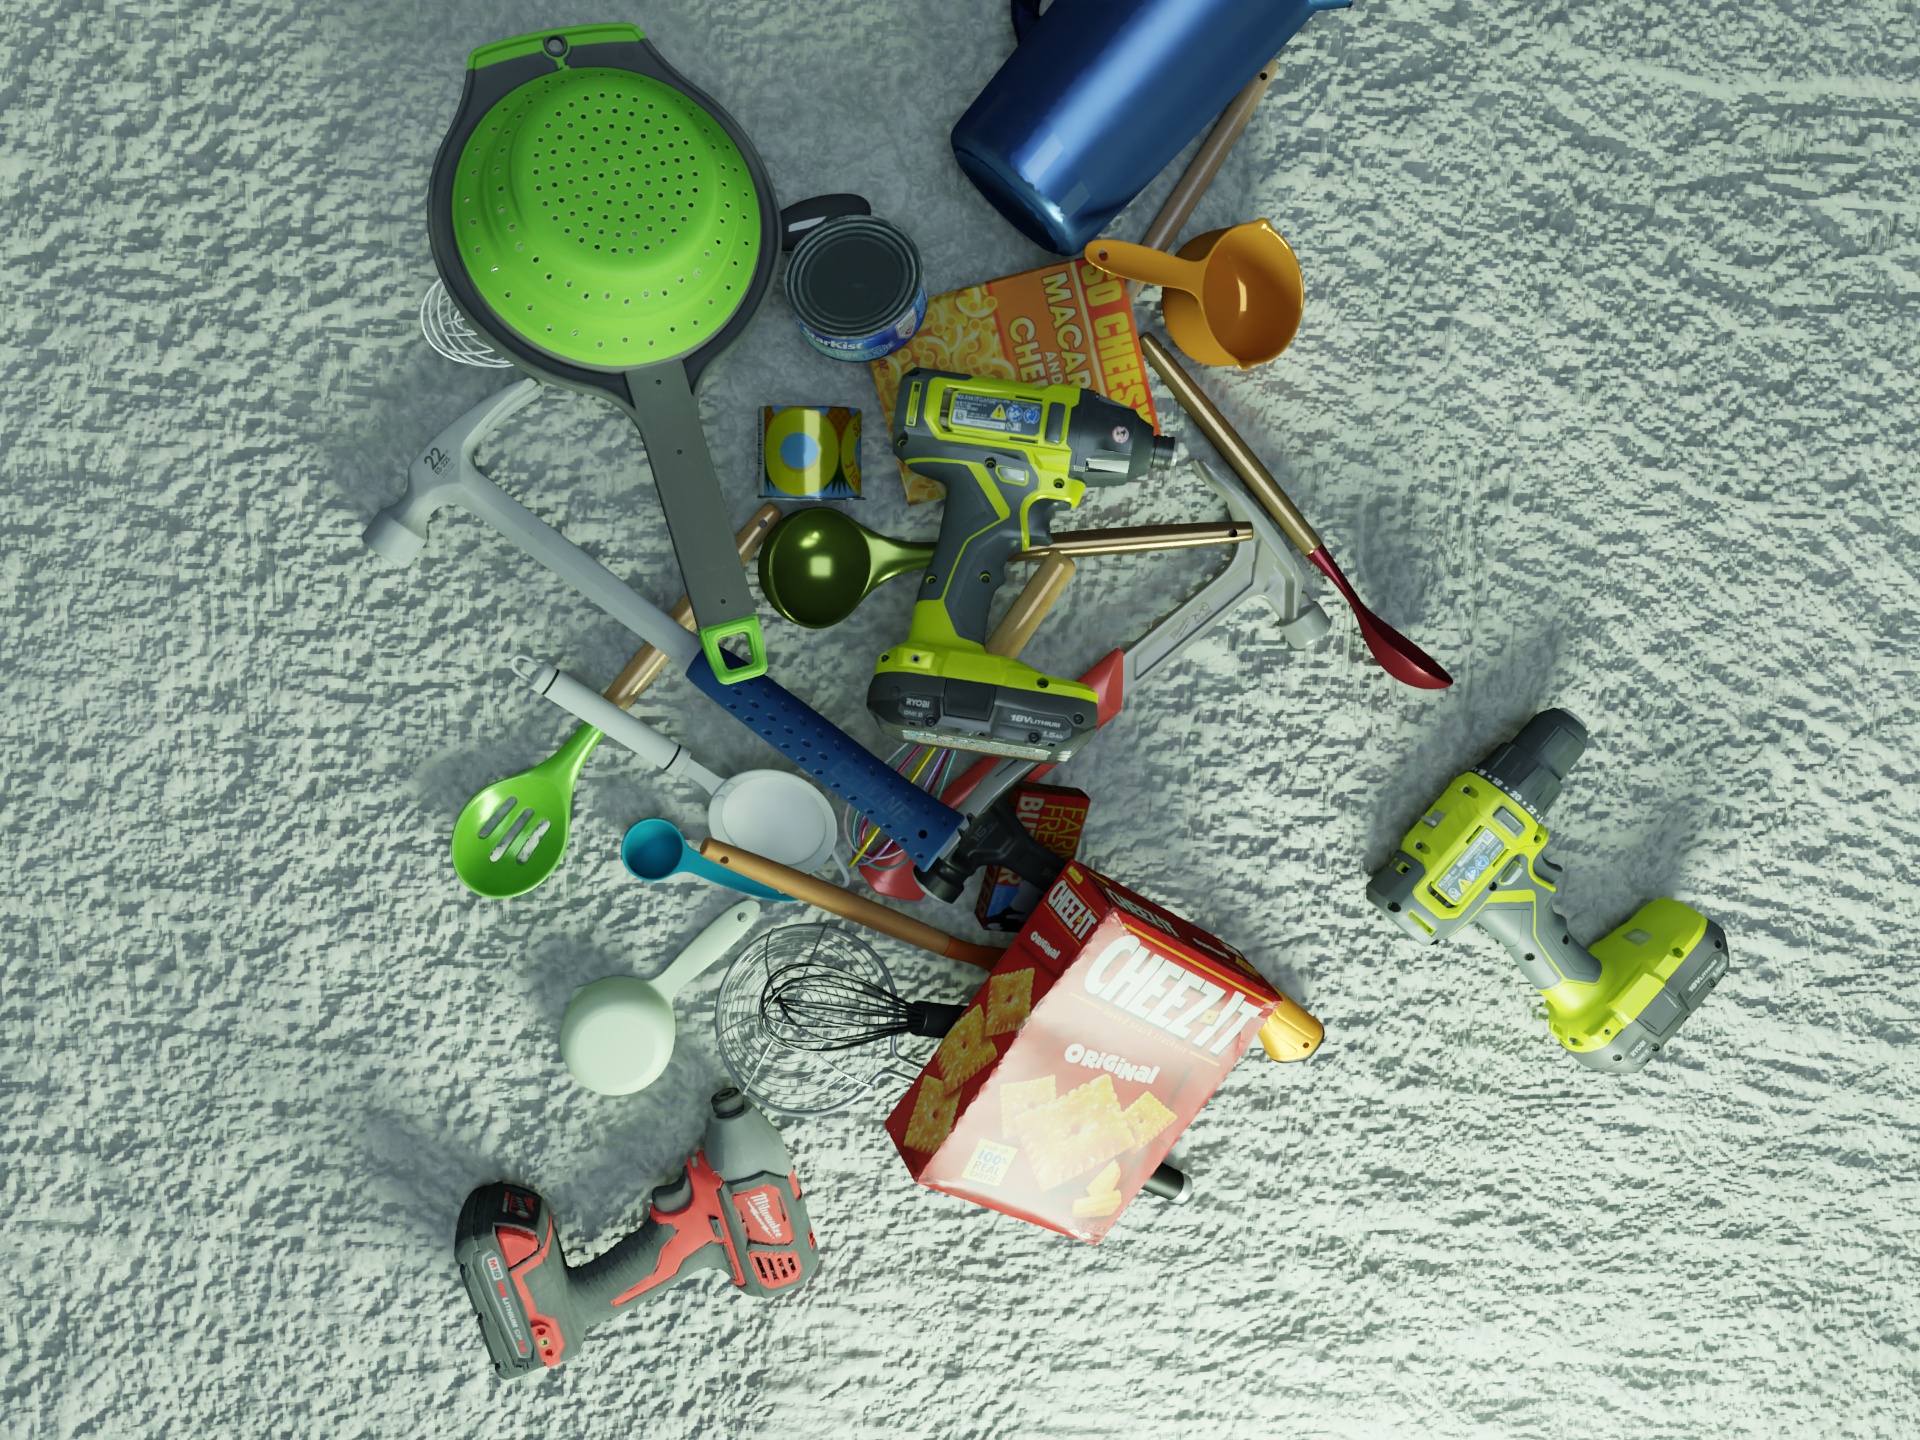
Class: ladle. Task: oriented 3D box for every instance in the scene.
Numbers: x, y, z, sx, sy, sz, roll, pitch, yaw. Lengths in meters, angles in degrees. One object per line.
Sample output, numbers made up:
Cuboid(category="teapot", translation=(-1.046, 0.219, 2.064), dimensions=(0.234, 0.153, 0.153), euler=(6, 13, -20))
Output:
Cuboid(category="ladle", translation=(0.031, -0.108, 1.018), dimensions=(0.320, 0.062, 0.078), euler=(-4, 105, -1))
Cuboid(category="ladle", translation=(0.222, -0.136, 1.067), dimensions=(0.031, 0.069, 0.315), euler=(-39, 98, 18))

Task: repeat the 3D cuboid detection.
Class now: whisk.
Cuboid(category="whisk", translation=(-0.001, -0.003, 1.016), dimensions=(0.051, 0.047, 0.245), euler=(39, 101, 25))
Cuboid(category="whisk", translation=(-0.189, -0.277, 0.978), dimensions=(0.284, 0.070, 0.070), euler=(-19, 102, -10))
Cuboid(category="whisk", translation=(-0.026, 0.194, 1.022), dimensions=(0.238, 0.055, 0.055), euler=(14, 98, -34))

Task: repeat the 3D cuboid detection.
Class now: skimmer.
Cuboid(category="skimmer", translation=(0.003, 0.256, 1.107), dimensions=(0.363, 0.090, 0.127), euler=(29, 82, -22))

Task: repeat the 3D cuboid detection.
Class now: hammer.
Cuboid(category="hammer", translation=(0.073, -0.011, 1.070), dimensions=(0.359, 0.037, 0.149), euler=(-39, 103, -1))
Cuboid(category="hammer", translation=(-0.167, -0.050, 0.980), dimensions=(0.405, 0.035, 0.144), euler=(37, 91, 2))
Cuboid(category="hammer", translation=(0.131, 0.138, 1.067), dimensions=(0.336, 0.034, 0.127), euler=(35, 100, -25))

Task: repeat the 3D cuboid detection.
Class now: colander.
Cuboid(category="colander", translation=(-0.174, -0.216, 0.904), dimensions=(0.204, 0.094, 0.397), euler=(-17, 93, -15))

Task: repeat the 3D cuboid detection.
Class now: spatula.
Cuboid(category="spatula", translation=(-0.028, 0.146, 1.055), dimensions=(0.322, 0.041, 0.081), euler=(26, 112, -26))
Cuboid(category="spatula", translation=(0.115, -0.295, 1.037), dimensions=(0.059, 0.018, 0.316), euler=(32, 94, -10))

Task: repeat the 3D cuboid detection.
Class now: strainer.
Cuboid(category="strainer", translation=(-0.174, 0.028, 1.022), dimensions=(0.258, 0.050, 0.087), euler=(34, 119, -20))

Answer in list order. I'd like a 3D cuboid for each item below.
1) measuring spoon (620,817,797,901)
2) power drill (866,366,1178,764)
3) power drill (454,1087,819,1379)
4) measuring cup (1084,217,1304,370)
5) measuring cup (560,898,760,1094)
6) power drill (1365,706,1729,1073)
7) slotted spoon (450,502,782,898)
Cuboid(category="measuring spoon", translation=(-0.166, 0.098, 1.065), dimensions=(0.128, 0.021, 0.042), euler=(20, 88, -20))
Cuboid(category="power drill", translation=(0.034, -0.093, 0.954), dimensions=(0.171, 0.080, 0.223), euler=(8, 82, 2))
Cuboid(category="power drill", translation=(-0.215, 0.339, 1.067), dimensions=(0.219, 0.078, 0.143), euler=(-16, 102, -8))
Cuboid(category="measuring cup", translation=(0.136, -0.275, 1.001), dimensions=(0.173, 0.052, 0.095), euler=(4, 95, -31))
Cuboid(category="measuring cup", translation=(-0.196, 0.182, 1.059), dimensions=(0.167, 0.038, 0.083), euler=(-43, 103, 2))
Cuboid(category="power drill", translation=(0.427, 0.121, 1.127), dimensions=(0.228, 0.080, 0.190), euler=(40, 92, -10))
Cuboid(category="slotted spoon", translation=(-0.217, -0.016, 1.030), dimensions=(0.070, 0.031, 0.314), euler=(39, 90, -13))
